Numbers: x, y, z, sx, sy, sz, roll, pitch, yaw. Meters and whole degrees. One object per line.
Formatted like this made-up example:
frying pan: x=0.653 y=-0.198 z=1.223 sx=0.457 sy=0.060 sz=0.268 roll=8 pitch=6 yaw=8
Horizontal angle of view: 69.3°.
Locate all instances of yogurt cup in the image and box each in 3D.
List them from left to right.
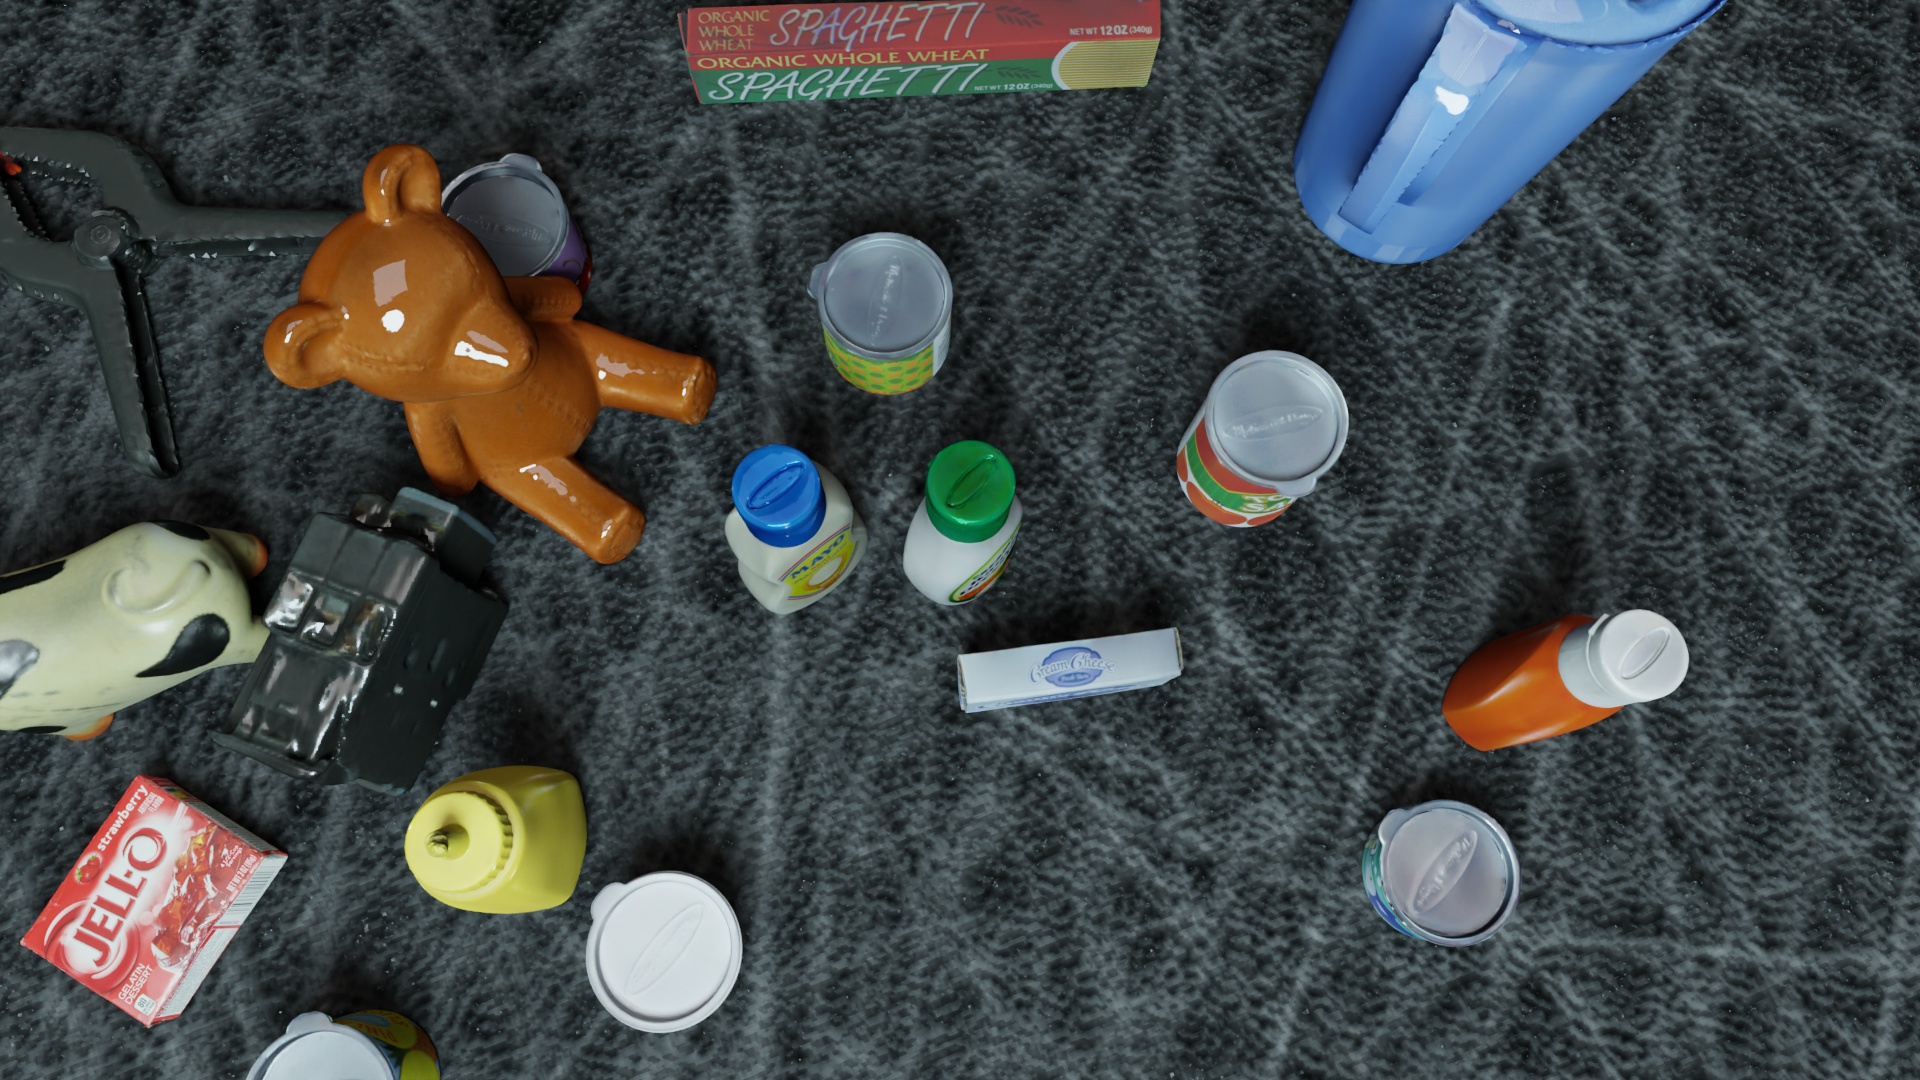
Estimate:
yogurt cup: x=-0.130 y=0.184 z=0.630 sx=0.072 sy=0.054 sz=0.072 roll=0 pitch=77 yaw=-1

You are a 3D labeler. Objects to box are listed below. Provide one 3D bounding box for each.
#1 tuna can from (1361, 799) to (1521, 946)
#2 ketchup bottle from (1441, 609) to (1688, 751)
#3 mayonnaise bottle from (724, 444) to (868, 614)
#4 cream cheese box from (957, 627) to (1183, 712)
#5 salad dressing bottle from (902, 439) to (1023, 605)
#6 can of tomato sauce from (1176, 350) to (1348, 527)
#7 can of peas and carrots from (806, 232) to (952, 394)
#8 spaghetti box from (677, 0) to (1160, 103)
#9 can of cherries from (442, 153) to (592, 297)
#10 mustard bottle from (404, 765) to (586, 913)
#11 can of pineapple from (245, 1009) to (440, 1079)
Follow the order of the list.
tuna can: x=0.224 y=0.155 z=0.656 sx=0.071 sy=0.032 sz=0.071 roll=0 pitch=77 yaw=-1
ketchup bottle: x=0.268 y=0.060 z=0.619 sx=0.065 sy=0.148 sz=0.043 roll=-43 pitch=82 yaw=-9
mayonnaise bottle: x=-0.076 y=-0.006 z=0.627 sx=0.065 sy=0.147 sz=0.041 roll=-39 pitch=81 yaw=-9
cream cheese box: x=0.050 y=0.062 z=0.663 sx=0.104 sy=0.053 sz=0.024 roll=-7 pitch=78 yaw=-3
salad dressing bottle: x=0.002 y=-0.008 z=0.630 sx=0.044 sy=0.147 sz=0.064 roll=43 pitch=80 yaw=8
can of tomato sauce: x=0.145 y=-0.045 z=0.675 sx=0.071 sy=0.083 sz=0.071 roll=0 pitch=77 yaw=-1
can of peas and carrots: x=-0.040 y=-0.113 z=0.699 sx=0.071 sy=0.058 sz=0.071 roll=0 pitch=77 yaw=-1
spaghetti box: x=-0.021 y=-0.261 z=0.738 sx=0.250 sy=0.050 sz=0.029 roll=-3 pitch=78 yaw=-2
can of cherries: x=-0.224 y=-0.151 z=0.704 sx=0.071 sy=0.058 sz=0.071 roll=0 pitch=77 yaw=-1
mustard bottle: x=-0.198 y=0.126 z=0.588 sx=0.049 sy=0.160 sz=0.065 roll=0 pitch=78 yaw=-1
can of pineapple: x=-0.271 y=0.242 z=0.612 sx=0.071 sy=0.057 sz=0.071 roll=0 pitch=77 yaw=-1
